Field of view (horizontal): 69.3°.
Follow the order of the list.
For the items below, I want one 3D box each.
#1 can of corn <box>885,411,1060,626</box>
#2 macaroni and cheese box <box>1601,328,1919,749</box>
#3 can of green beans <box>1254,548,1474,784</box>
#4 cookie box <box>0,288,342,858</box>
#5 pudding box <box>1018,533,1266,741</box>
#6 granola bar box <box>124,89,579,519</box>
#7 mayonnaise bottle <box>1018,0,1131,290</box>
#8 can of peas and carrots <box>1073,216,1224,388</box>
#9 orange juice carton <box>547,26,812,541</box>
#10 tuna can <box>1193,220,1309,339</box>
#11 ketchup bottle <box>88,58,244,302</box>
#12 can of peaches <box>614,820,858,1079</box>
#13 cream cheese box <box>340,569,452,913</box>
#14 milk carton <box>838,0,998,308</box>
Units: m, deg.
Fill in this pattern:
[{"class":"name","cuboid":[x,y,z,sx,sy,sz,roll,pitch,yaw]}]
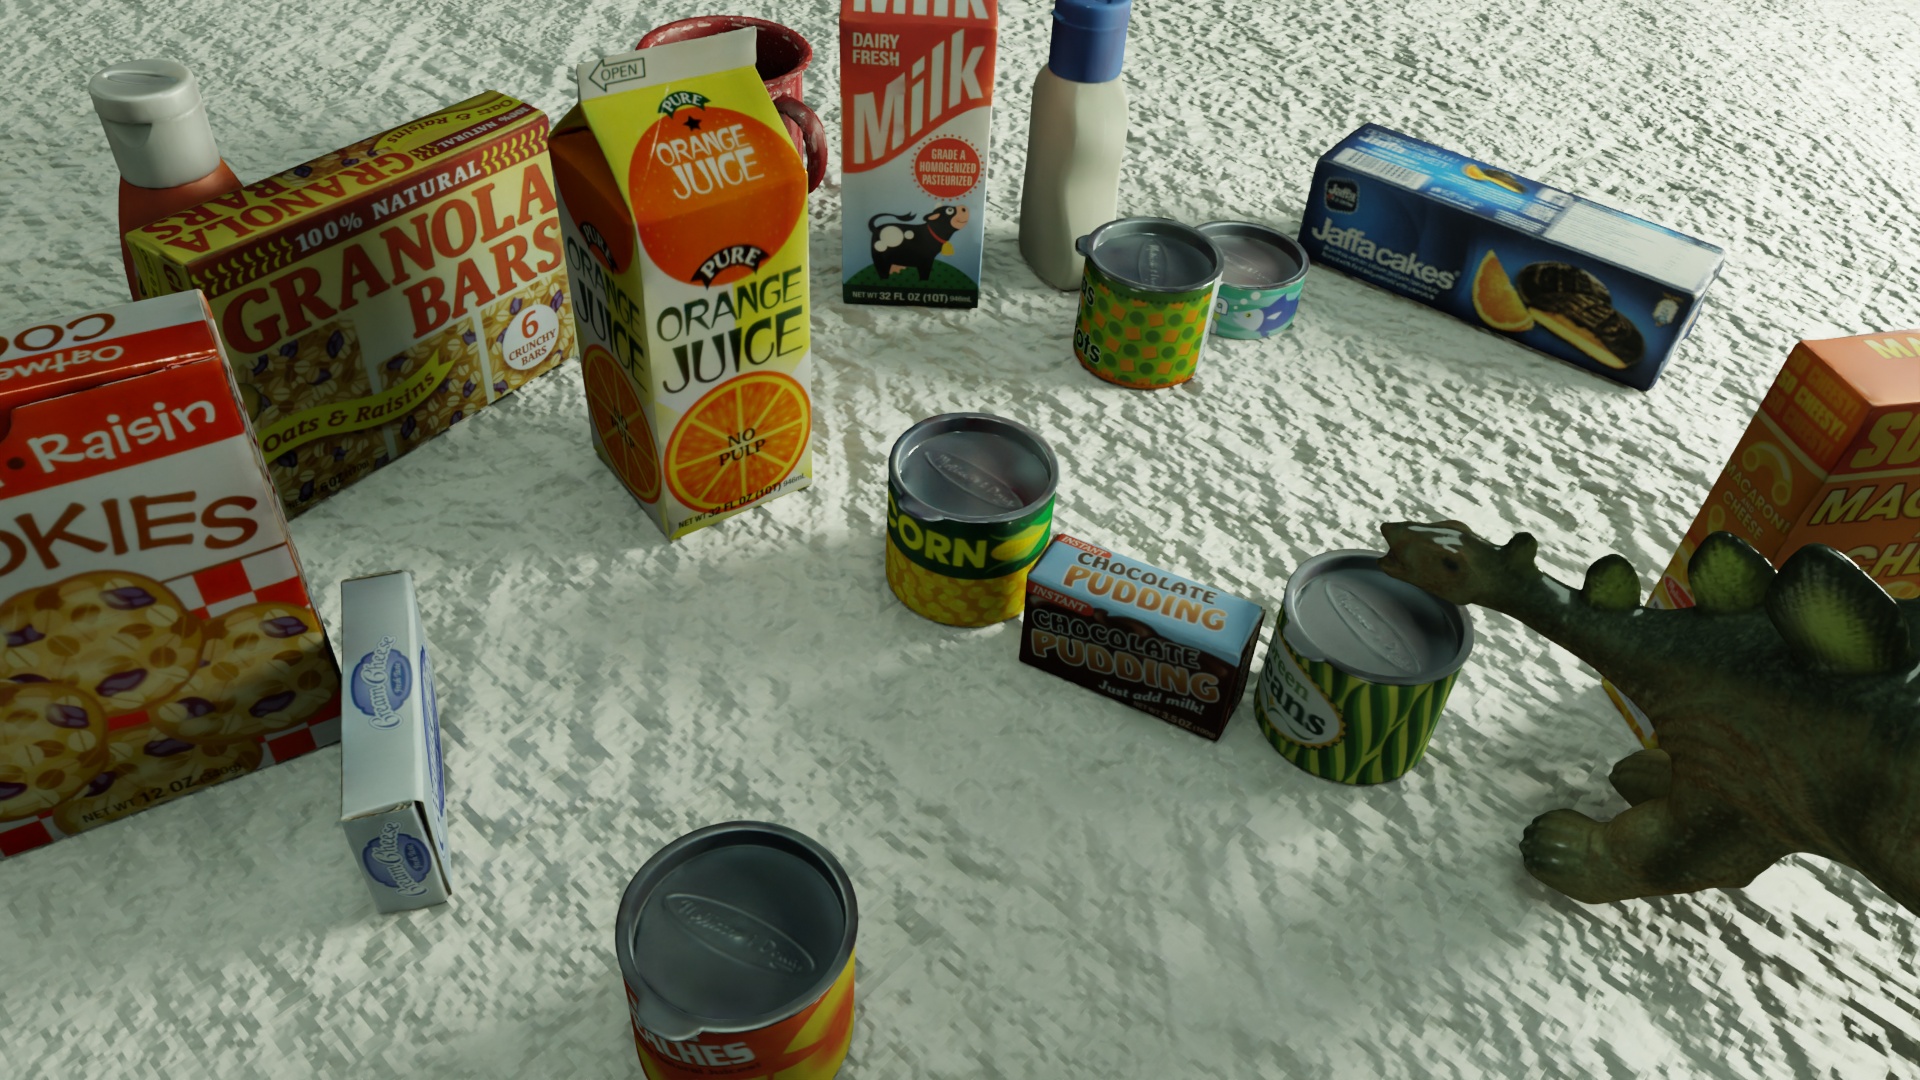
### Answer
[{"class":"can of corn","cuboid":[0.002,-0.007,0.549,0.071,0.058,0.071,3,43,-2]},{"class":"macaroni and cheese box","cuboid":[0.318,0.002,0.489,0.124,0.165,0.040,-5,43,-11]},{"class":"can of green beans","cuboid":[0.145,0.046,0.505,0.071,0.057,0.071,3,43,-2]},{"class":"cookie box","cuboid":[-0.267,0.016,0.418,0.123,0.166,0.040,-19,48,-24]},{"class":"pudding box","cuboid":[0.066,0.035,0.516,0.084,0.049,0.030,21,45,17]},{"class":"granola bar box","cuboid":[-0.238,-0.100,0.579,0.039,0.123,0.166,28,47,24]},{"class":"mayonnaise bottle","cuboid":[0.059,-0.204,0.702,0.041,0.147,0.065,-13,45,-19]},{"class":"can of peas and carrots","cuboid":[0.088,-0.115,0.674,0.071,0.058,0.071,3,43,-2]},{"class":"orange juice carton","cuboid":[-0.106,-0.101,0.543,0.072,0.191,0.073,-24,50,-28]},{"class":"tuna can","cuboid":[0.143,-0.134,0.719,0.071,0.032,0.071,3,43,-2]},{"class":"ketchup bottle","cuboid":[-0.317,-0.123,0.578,0.065,0.148,0.044,4,43,-1]},{"class":"can of peaches","cuboid":[-0.064,0.126,0.398,0.071,0.057,0.071,3,43,-2]},{"class":"cream cheese box","cuboid":[-0.186,0.064,0.457,0.024,0.053,0.104,-10,45,-16]},{"class":"milk carton","cuboid":[-0.021,-0.213,0.673,0.072,0.189,0.074,3,43,-2]}]
